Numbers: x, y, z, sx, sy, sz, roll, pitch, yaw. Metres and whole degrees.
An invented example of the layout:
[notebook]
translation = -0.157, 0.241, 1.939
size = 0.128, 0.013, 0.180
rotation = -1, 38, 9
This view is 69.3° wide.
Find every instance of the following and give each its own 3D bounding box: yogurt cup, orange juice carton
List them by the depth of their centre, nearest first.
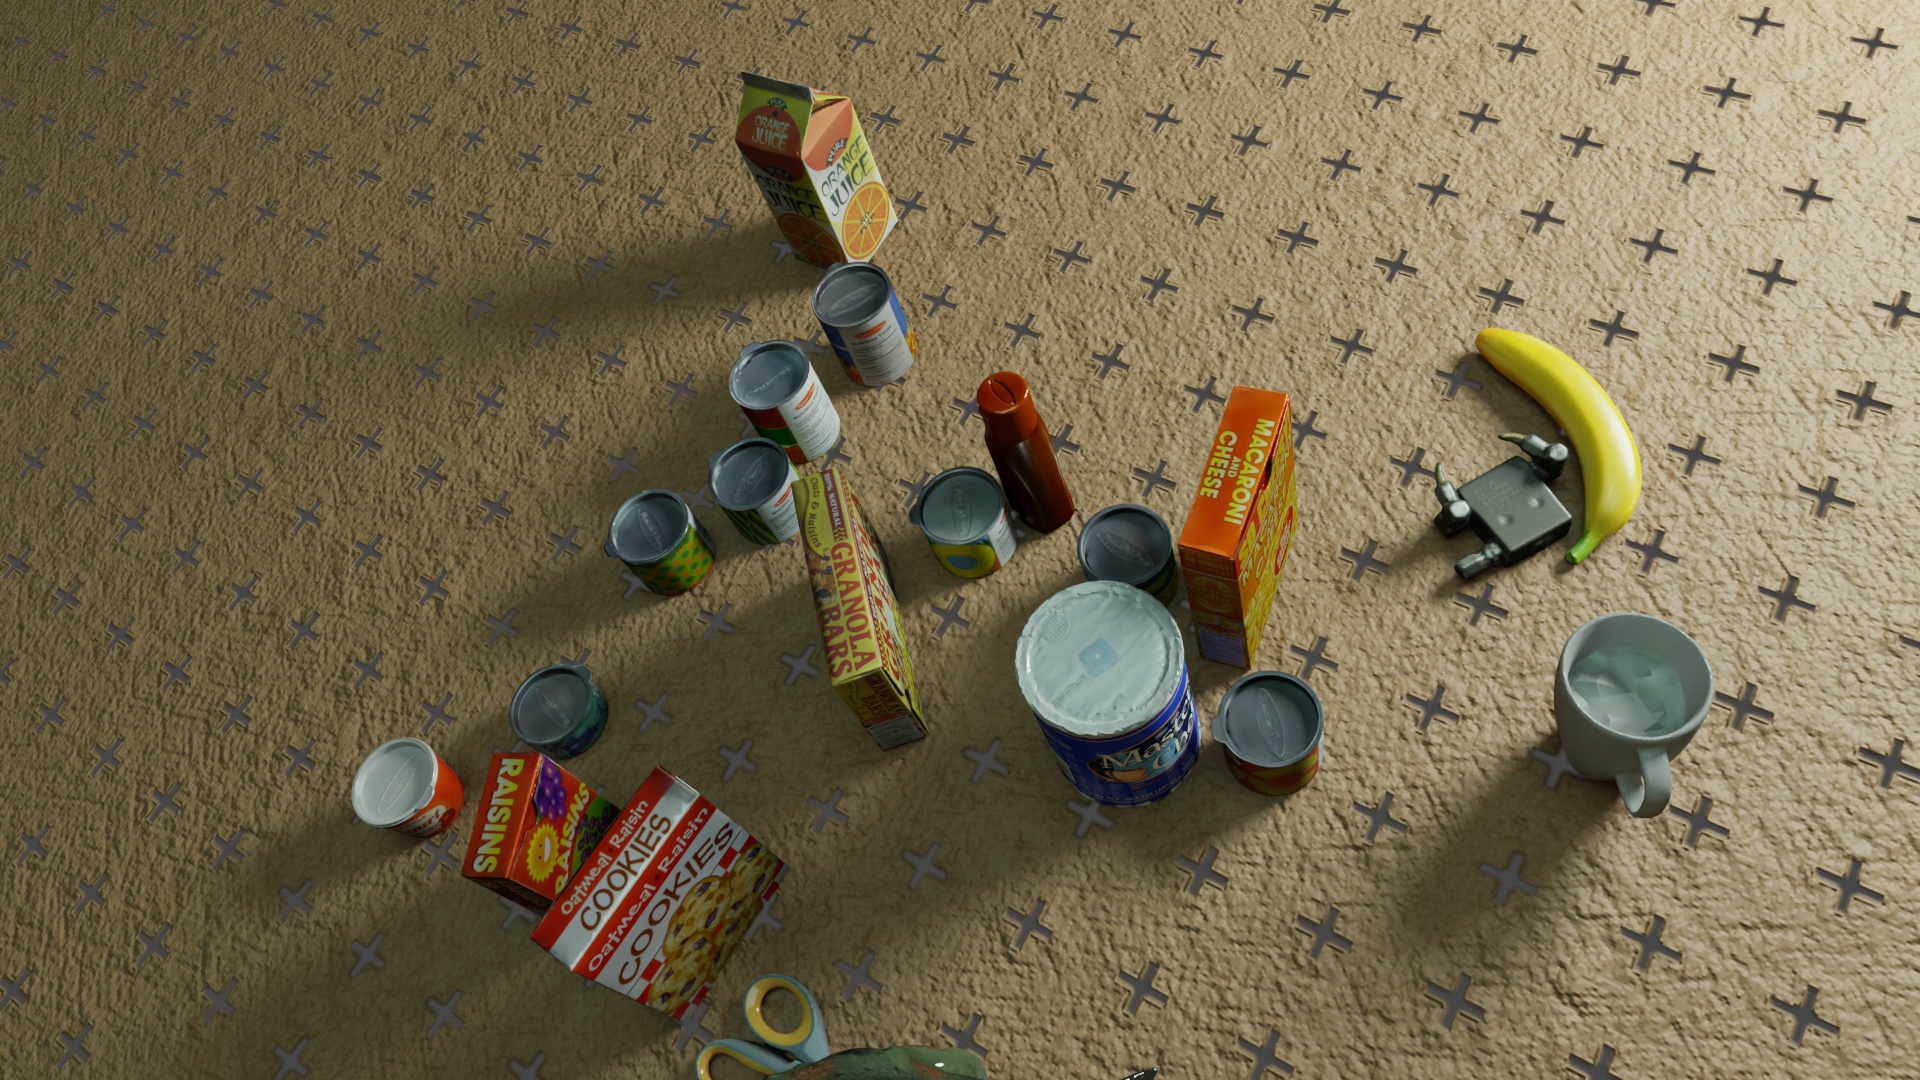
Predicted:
[yogurt cup]
translation = -0.407, 0.187, 1.032
size = 0.072, 0.053, 0.073
rotation = -6, 60, 11
[orange juice carton]
translation = -0.124, -0.314, 1.162
size = 0.072, 0.192, 0.073
rotation = 23, 70, 25

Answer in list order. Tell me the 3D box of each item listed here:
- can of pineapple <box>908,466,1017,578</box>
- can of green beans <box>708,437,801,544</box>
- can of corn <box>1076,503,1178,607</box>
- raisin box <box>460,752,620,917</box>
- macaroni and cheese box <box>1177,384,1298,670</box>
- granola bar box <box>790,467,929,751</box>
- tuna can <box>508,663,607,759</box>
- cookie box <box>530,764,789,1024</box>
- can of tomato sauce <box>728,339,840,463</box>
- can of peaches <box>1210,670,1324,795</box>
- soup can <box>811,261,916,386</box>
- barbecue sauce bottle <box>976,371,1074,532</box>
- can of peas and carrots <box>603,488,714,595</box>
[can of pineapple]
translation = 0.004, -0.013, 1.035
size = 0.071, 0.057, 0.071
rotation = -6, 60, 11
[can of green beans]
translation = -0.157, -0.038, 1.092
size = 0.071, 0.057, 0.071
rotation = -6, 60, 11
[can of corn]
translation = 0.118, 0.018, 0.987
size = 0.071, 0.058, 0.071
rotation = -6, 60, 11
[raisin box]
translation = -0.283, 0.205, 0.948
size = 0.040, 0.123, 0.086
rotation = -1, 61, 15
[macaroni and cheese box]
translation = 0.188, -0.005, 0.918
size = 0.040, 0.165, 0.124
rotation = 14, 66, 22
[granola bar box]
translation = -0.070, 0.049, 0.980
size = 0.039, 0.123, 0.166
rotation = -18, 58, 5
[tuna can]
translation = -0.301, 0.128, 1.050
size = 0.071, 0.032, 0.071
rotation = -6, 60, 11
[cookie box]
translation = -0.185, 0.228, 0.883
size = 0.040, 0.166, 0.123
rotation = 26, 71, 26
[can of tomato sauce]
translation = -0.141, -0.111, 1.115
size = 0.071, 0.082, 0.071
rotation = -7, 60, 11
[can of peaches]
translation = 0.200, 0.126, 0.904
size = 0.071, 0.058, 0.071
rotation = -6, 60, 11
[soup can]
translation = -0.078, -0.178, 1.136
size = 0.071, 0.083, 0.071
rotation = -7, 60, 11
[barbecue sauce bottle]
translation = 0.044, -0.065, 1.001
size = 0.044, 0.148, 0.065
rotation = -35, 59, -6
[can of peas and carrots]
translation = -0.235, 0.004, 1.088
size = 0.071, 0.058, 0.071
rotation = -6, 60, 11
